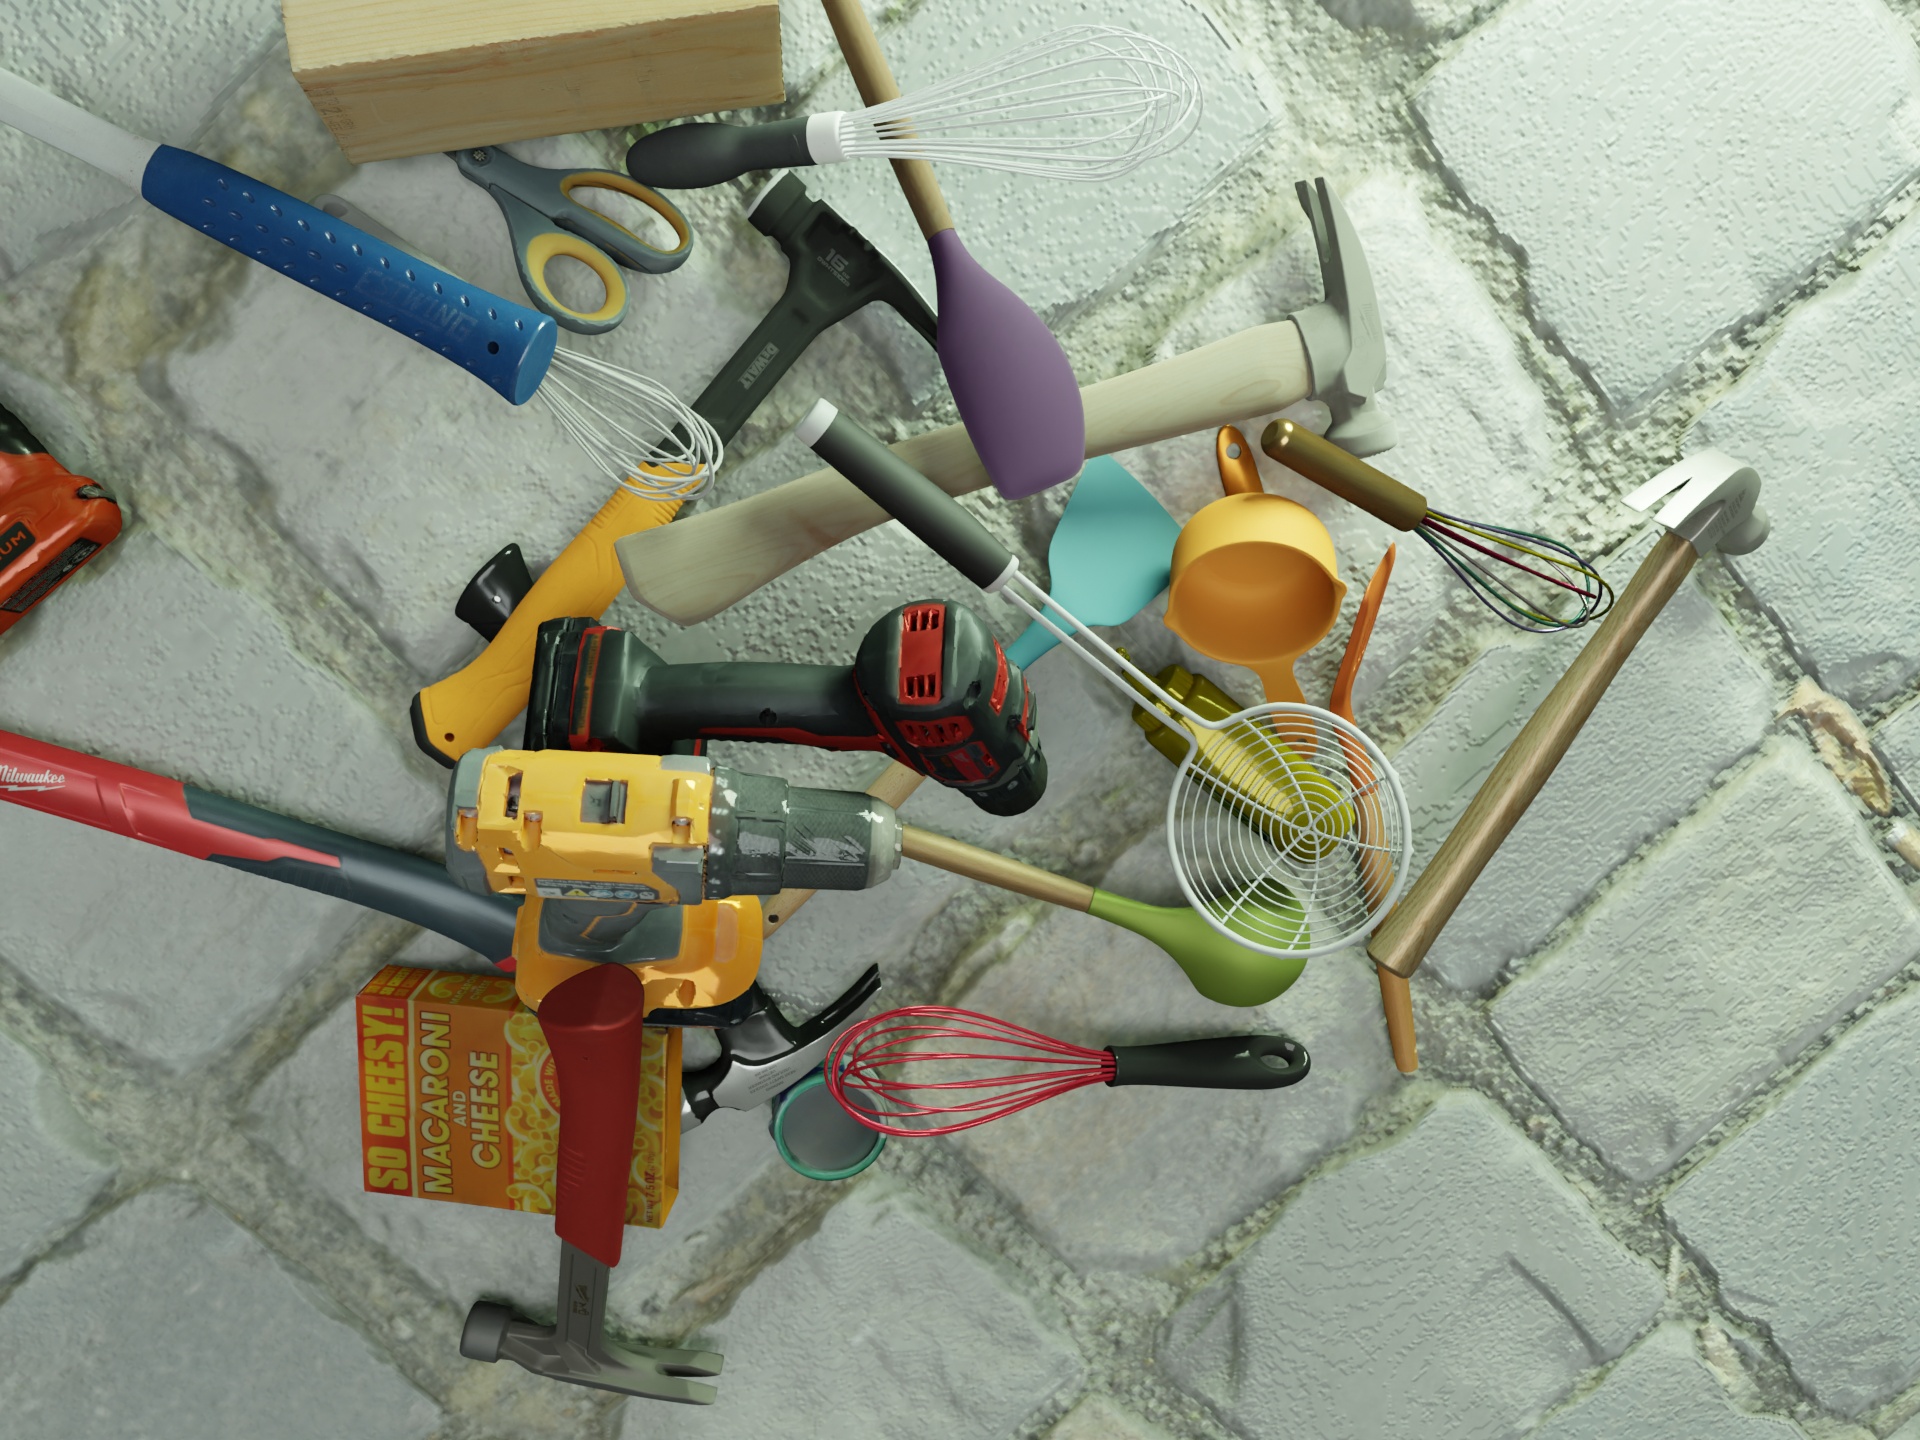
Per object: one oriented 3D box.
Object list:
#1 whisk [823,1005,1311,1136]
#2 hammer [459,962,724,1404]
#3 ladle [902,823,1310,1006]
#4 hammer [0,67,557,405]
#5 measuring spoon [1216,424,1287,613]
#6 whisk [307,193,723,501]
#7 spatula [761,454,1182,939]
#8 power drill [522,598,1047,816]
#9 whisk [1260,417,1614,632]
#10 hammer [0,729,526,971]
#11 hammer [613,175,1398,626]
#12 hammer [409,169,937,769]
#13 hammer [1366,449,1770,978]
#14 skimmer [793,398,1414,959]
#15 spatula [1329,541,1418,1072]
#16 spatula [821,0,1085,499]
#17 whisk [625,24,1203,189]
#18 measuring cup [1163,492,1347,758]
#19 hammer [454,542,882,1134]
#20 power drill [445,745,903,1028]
[{"bbox_3d":[0.066,0.197,0.899,0.295,0.073,0.073,2,104,-18],"label":"whisk"},{"bbox_3d":[-0.179,0.249,0.810,0.149,0.037,0.358,12,132,-4],"label":"hammer"},{"bbox_3d":[0.047,0.089,0.894,0.320,0.062,0.078,18,102,-4],"label":"ladle"},{"bbox_3d":[-0.367,-0.255,0.709,0.405,0.035,0.144,26,98,1],"label":"hammer"},{"bbox_3d":[0.162,-0.106,0.870,0.021,0.011,0.117,-21,105,-2],"label":"measuring spoon"},{"bbox_3d":[-0.214,-0.180,0.752,0.246,0.059,0.058,34,56,8],"label":"whisk"},{"bbox_3d":[-0.001,-0.003,0.850,0.082,0.044,0.317,43,92,-17],"label":"spatula"},{"bbox_3d":[-0.071,0.008,0.760,0.227,0.187,0.080,-3,69,14],"label":"power drill"},{"bbox_3d":[0.259,-0.104,0.846,0.244,0.047,0.051,23,91,-25],"label":"whisk"},{"bbox_3d":[-0.389,0.039,0.820,0.386,0.038,0.143,19,99,-11],"label":"hammer"},{"bbox_3d":[0.025,-0.148,0.797,0.410,0.038,0.146,-20,106,-11],"label":"hammer"},{"bbox_3d":[-0.148,-0.107,0.796,0.127,0.034,0.337,40,88,-14],"label":"hammer"},{"bbox_3d":[0.325,0.000,0.867,0.130,0.031,0.331,25,100,-52],"label":"hammer"},{"bbox_3d":[0.065,-0.022,0.765,0.363,0.090,0.127,38,114,-17],"label":"skimmer"},{"bbox_3d":[0.242,0.062,0.904,0.041,0.081,0.322,-3,112,27],"label":"spatula"},{"bbox_3d":[-0.017,-0.258,0.766,0.060,0.018,0.316,-24,90,-6],"label":"spatula"},{"bbox_3d":[-0.030,-0.271,0.728,0.284,0.070,0.070,1,105,20],"label":"whisk"},{"bbox_3d":[0.168,-0.050,0.863,0.095,0.052,0.173,-10,136,19],"label":"measuring cup"},{"bbox_3d":[-0.167,0.059,0.856,0.146,0.035,0.334,-26,105,0],"label":"hammer"},{"bbox_3d":[-0.128,0.079,0.733,0.185,0.226,0.084,3,65,-7],"label":"power drill"}]
